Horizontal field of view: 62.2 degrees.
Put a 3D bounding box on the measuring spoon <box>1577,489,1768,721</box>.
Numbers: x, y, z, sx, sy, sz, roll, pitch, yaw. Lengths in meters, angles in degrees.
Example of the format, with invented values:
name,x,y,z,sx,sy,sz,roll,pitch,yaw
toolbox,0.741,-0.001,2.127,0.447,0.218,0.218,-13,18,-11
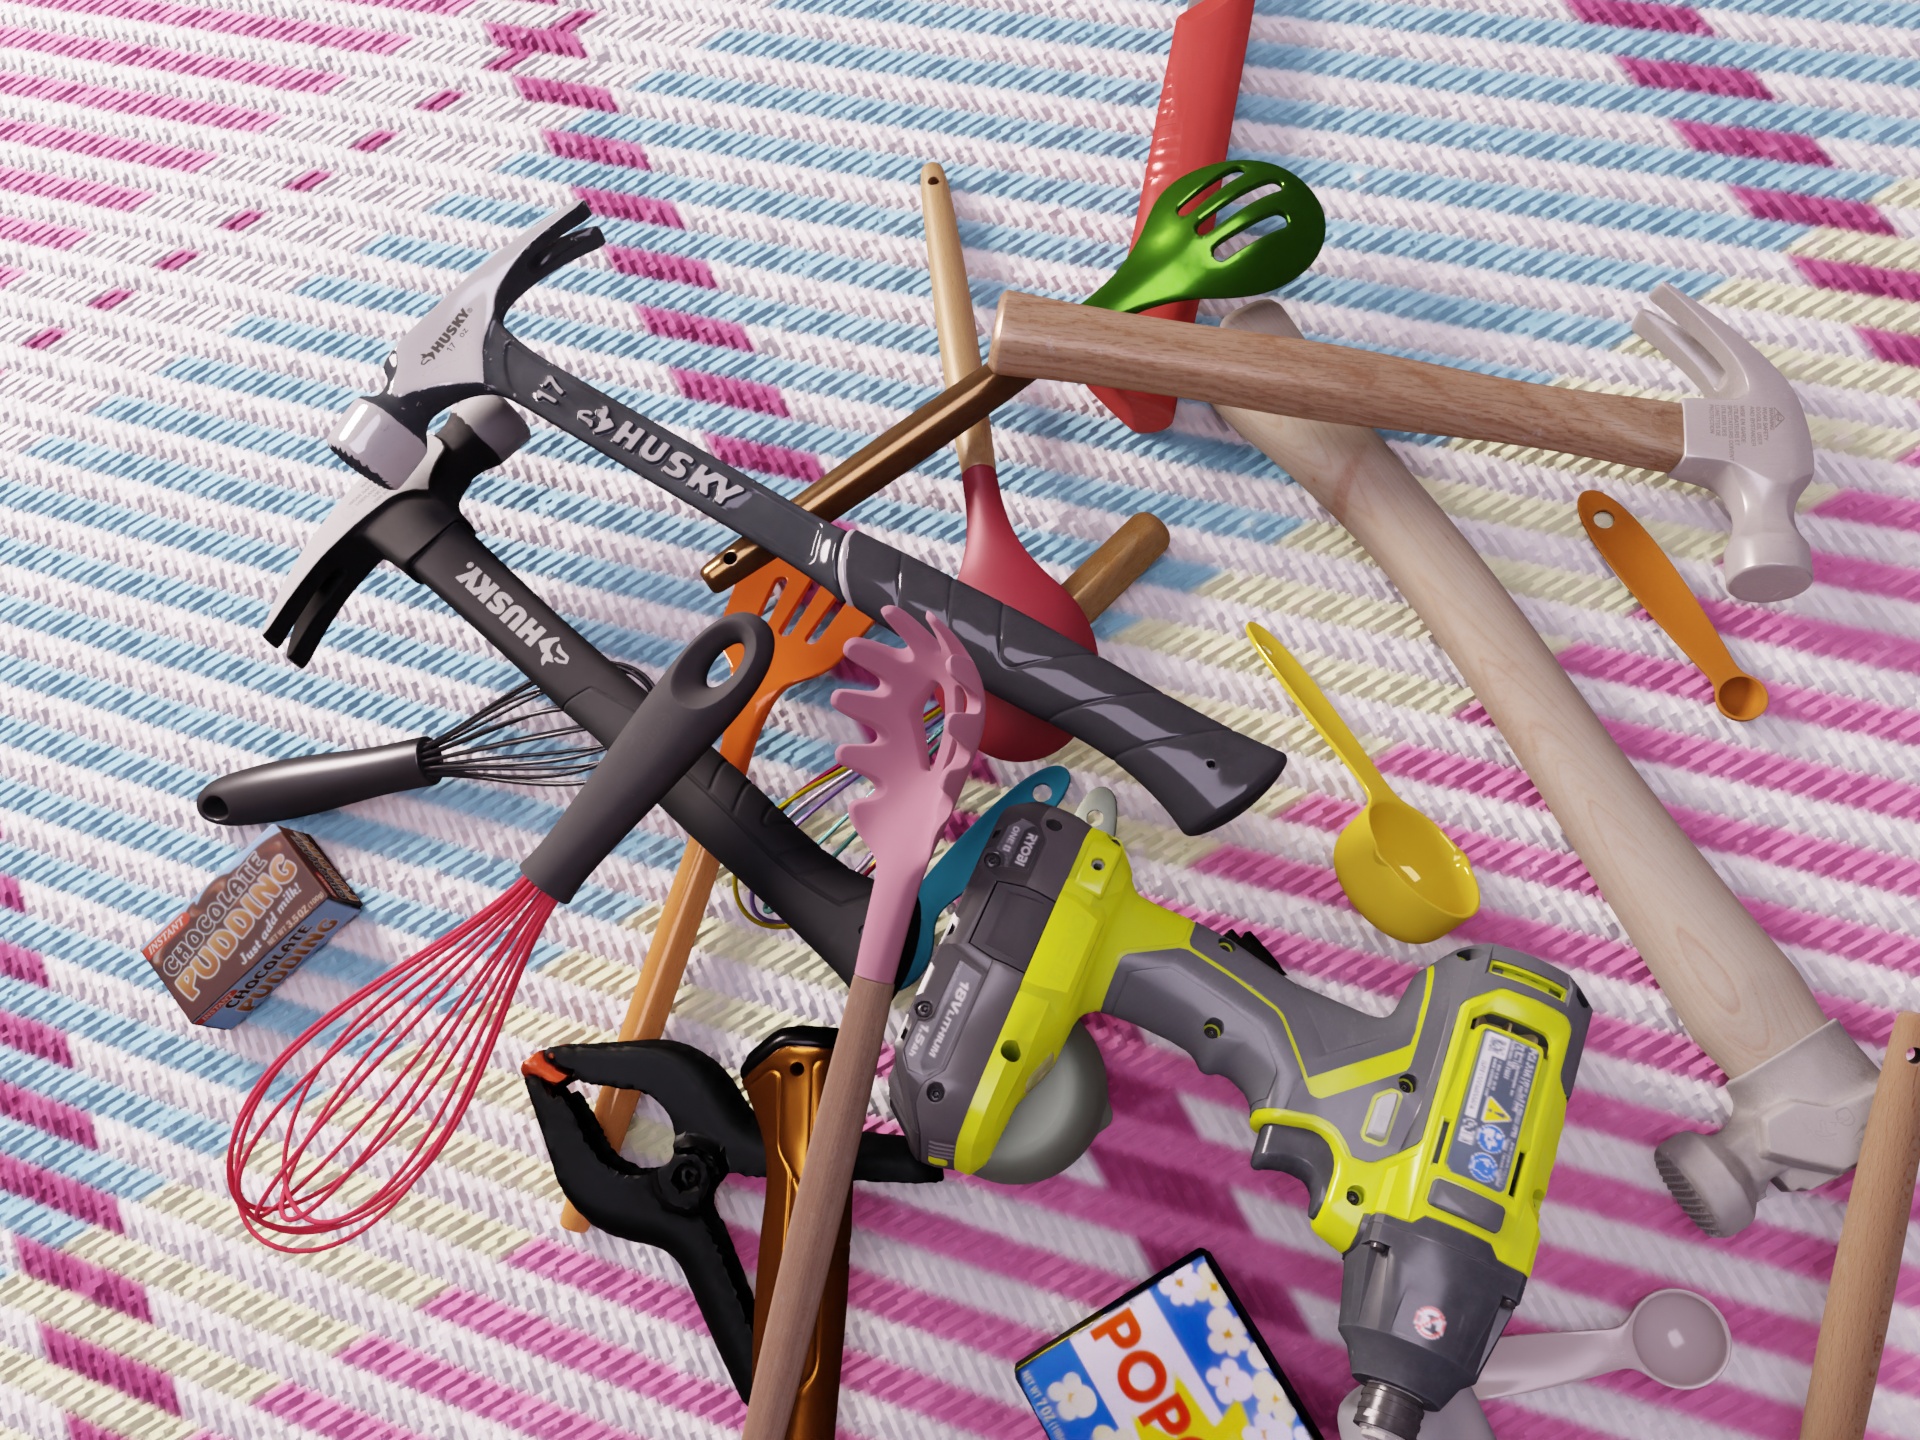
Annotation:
name,x,y,z,sx,sy,sz,roll,pitch,yaw
measuring spoon,0.288,-0.047,0.649,0.021,0.011,0.117,-28,67,0

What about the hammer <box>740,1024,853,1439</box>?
name,x,y,z,sx,sy,sz,roll,pitch,yaw
hammer,-0.056,0.284,0.584,0.127,0.034,0.337,0,82,10

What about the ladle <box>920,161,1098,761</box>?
name,x,y,z,sx,sy,sz,roll,pitch,yaw
ladle,0.006,-0.129,0.700,0.069,0.031,0.316,-10,63,3

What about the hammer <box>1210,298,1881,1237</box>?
name,x,y,z,sx,sy,sz,roll,pitch,yaw
hammer,0.233,-0.016,0.636,0.146,0.038,0.411,-31,70,0

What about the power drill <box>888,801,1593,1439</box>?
name,x,y,z,sx,sy,sz,roll,pitch,yaw
power drill,0.094,0.134,0.565,0.223,0.080,0.171,21,64,10

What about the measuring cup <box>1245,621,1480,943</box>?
name,x,y,z,sx,sy,sz,roll,pitch,yaw
measuring cup,0.150,0.024,0.643,0.029,0.062,0.157,-52,51,32

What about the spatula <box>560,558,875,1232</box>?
name,x,y,z,sx,sy,sz,roll,pitch,yaw
spatula,-0.109,0.062,0.692,0.081,0.041,0.323,16,82,16

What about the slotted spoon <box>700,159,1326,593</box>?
name,x,y,z,sx,sy,sz,roll,pitch,yaw
slotted spoon,0.022,-0.146,0.675,0.314,0.031,0.070,-35,71,-3

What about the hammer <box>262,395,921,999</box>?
name,x,y,z,sx,sy,sz,roll,pitch,yaw
hammer,-0.145,0.001,0.653,0.335,0.035,0.146,40,77,20

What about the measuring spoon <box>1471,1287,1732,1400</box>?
name,x,y,z,sx,sy,sz,roll,pitch,yaw
measuring spoon,0.215,0.232,0.582,0.124,0.018,0.034,-15,78,14

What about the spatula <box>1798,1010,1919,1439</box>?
name,x,y,z,sx,sy,sz,roll,pitch,yaw
spatula,0.291,0.254,0.527,0.082,0.044,0.317,12,87,18

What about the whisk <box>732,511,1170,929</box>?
name,x,y,z,sx,sy,sz,roll,pitch,yaw
whisk,-0.002,-0.003,0.674,0.245,0.051,0.047,-44,88,-8

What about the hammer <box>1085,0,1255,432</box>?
name,x,y,z,sx,sy,sz,roll,pitch,yaw
hammer,0.123,-0.303,0.742,0.149,0.036,0.359,8,75,14

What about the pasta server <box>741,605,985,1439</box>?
name,x,y,z,sx,sy,sz,roll,pitch,yaw
pasta server,-0.042,0.118,0.564,0.060,0.040,0.316,12,88,43

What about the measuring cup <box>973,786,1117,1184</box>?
name,x,y,z,sx,sy,sz,roll,pitch,yaw
measuring cup,0.032,0.103,0.640,0.083,0.038,0.168,15,80,15

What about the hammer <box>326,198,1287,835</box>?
name,x,y,z,sx,sy,sz,roll,pitch,yaw
hammer,-0.057,-0.074,0.636,0.409,0.036,0.149,30,78,14

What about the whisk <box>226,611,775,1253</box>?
name,x,y,z,sx,sy,sz,roll,pitch,yaw
whisk,-0.168,0.076,0.593,0.073,0.073,0.296,38,87,19

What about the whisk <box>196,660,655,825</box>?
name,x,y,z,sx,sy,sz,roll,pitch,yaw
whisk,-0.243,0.016,0.720,0.239,0.055,0.055,-12,72,12

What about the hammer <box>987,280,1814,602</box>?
name,x,y,z,sx,sy,sz,roll,pitch,yaw
hammer,0.177,-0.134,0.644,0.331,0.031,0.130,9,66,-1

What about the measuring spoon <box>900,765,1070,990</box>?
name,x,y,z,sx,sy,sz,roll,pitch,yaw
measuring spoon,0.000,0.066,0.674,0.128,0.021,0.042,-43,70,-12
